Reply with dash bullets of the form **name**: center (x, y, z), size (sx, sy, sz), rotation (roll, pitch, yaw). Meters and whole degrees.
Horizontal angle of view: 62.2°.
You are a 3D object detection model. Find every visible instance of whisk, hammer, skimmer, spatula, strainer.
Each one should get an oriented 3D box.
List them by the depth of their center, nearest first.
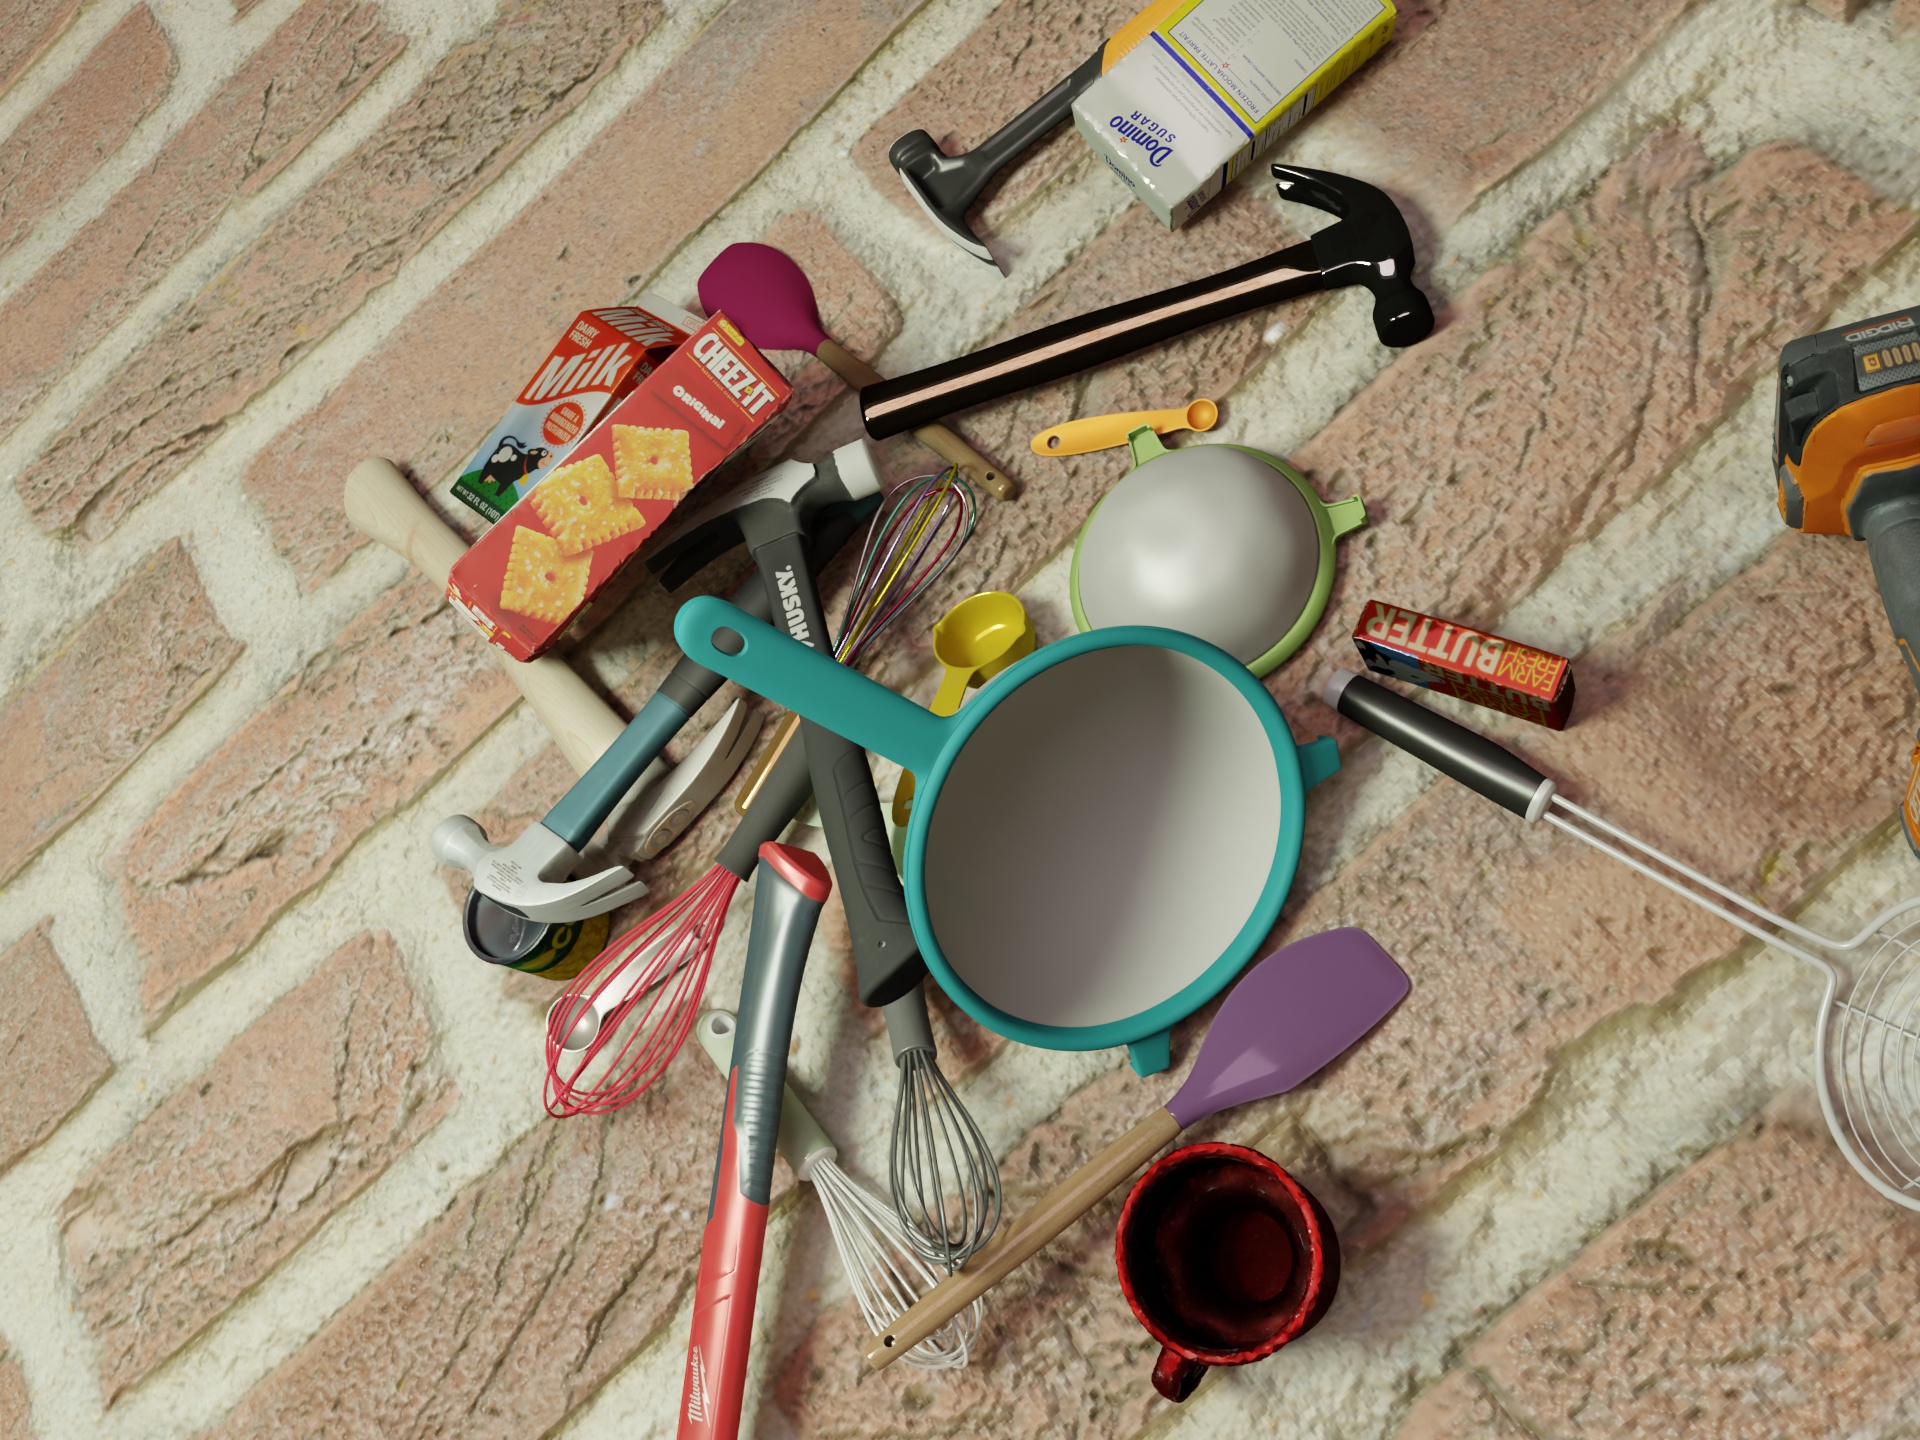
- **skimmer**: center (0.302, 0.071, 0.706), size (0.364, 0.090, 0.127), rotation (34, 119, 32)
- **strainer**: center (0.007, 0.021, 0.761), size (0.211, 0.340, 0.095), rotation (-61, 25, 2)
- **spatula**: center (0.081, 0.206, 0.768), size (0.316, 0.018, 0.060), rotation (-38, 59, -6)
- **whisk**: center (-0.024, 0.170, 0.814), size (0.055, 0.055, 0.239), rotation (-29, 44, 12)
- **hammer**: center (-0.127, 0.256, 0.826), size (0.143, 0.038, 0.386), rotation (-3, 74, 39)
- **whisk**: center (-0.071, 0.240, 0.840), size (0.058, 0.059, 0.247), rotation (-25, 51, -28)
- **strainer**: center (0.096, -0.046, 0.852), size (0.152, 0.069, 0.256), rotation (26, 84, 29)
- **hammer**: center (-0.078, -0.002, 0.858), size (0.146, 0.035, 0.335), rotation (-22, 58, 7)
- **whisk**: center (-0.142, 0.101, 0.904), size (0.073, 0.073, 0.296), rotation (30, 82, 30)
- **hammer**: center (0.096, -0.232, 0.933), size (0.331, 0.031, 0.130), rotation (-15, 65, 14)
- **hammer**: center (-0.162, -0.020, 0.939), size (0.128, 0.033, 0.331), rotation (30, 73, 31)
- **whisk**: center (-0.064, -0.047, 0.947), size (0.047, 0.051, 0.245), rotation (31, 90, 51)
- **hammer**: center (0.115, -0.423, 1.004), size (0.337, 0.034, 0.127), rotation (-37, 60, 8)
- **hammer**: center (-0.293, -0.066, 1.055), size (0.146, 0.038, 0.411), rotation (-47, 60, 0)

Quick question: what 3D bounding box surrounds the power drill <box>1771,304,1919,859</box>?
- **power drill**: center (0.410, -0.058, 0.664), size (0.084, 0.164, 0.227), rotation (-13, 64, 20)

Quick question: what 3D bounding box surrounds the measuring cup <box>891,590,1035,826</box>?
- **measuring cup**: center (-0.001, -0.003, 0.884), size (0.062, 0.029, 0.157), rotation (4, 58, 33)

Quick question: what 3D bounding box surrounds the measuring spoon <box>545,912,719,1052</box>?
- **measuring spoon**: center (-0.191, 0.153, 0.943), size (0.124, 0.018, 0.034), rotation (-36, 77, 1)

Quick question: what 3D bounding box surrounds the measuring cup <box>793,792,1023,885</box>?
- **measuring cup**: center (-0.032, 0.062, 0.897), size (0.168, 0.038, 0.083), rotation (5, 69, 43)

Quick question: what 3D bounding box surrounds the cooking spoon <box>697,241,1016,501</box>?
- **cooking spoon**: center (-0.072, -0.228, 1.025), size (0.069, 0.017, 0.319), rotation (-47, 60, 0)

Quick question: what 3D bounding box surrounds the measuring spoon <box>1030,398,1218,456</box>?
- **measuring spoon**: center (0.096, -0.170, 0.935), size (0.117, 0.011, 0.021), rotation (-6, 80, 26)
